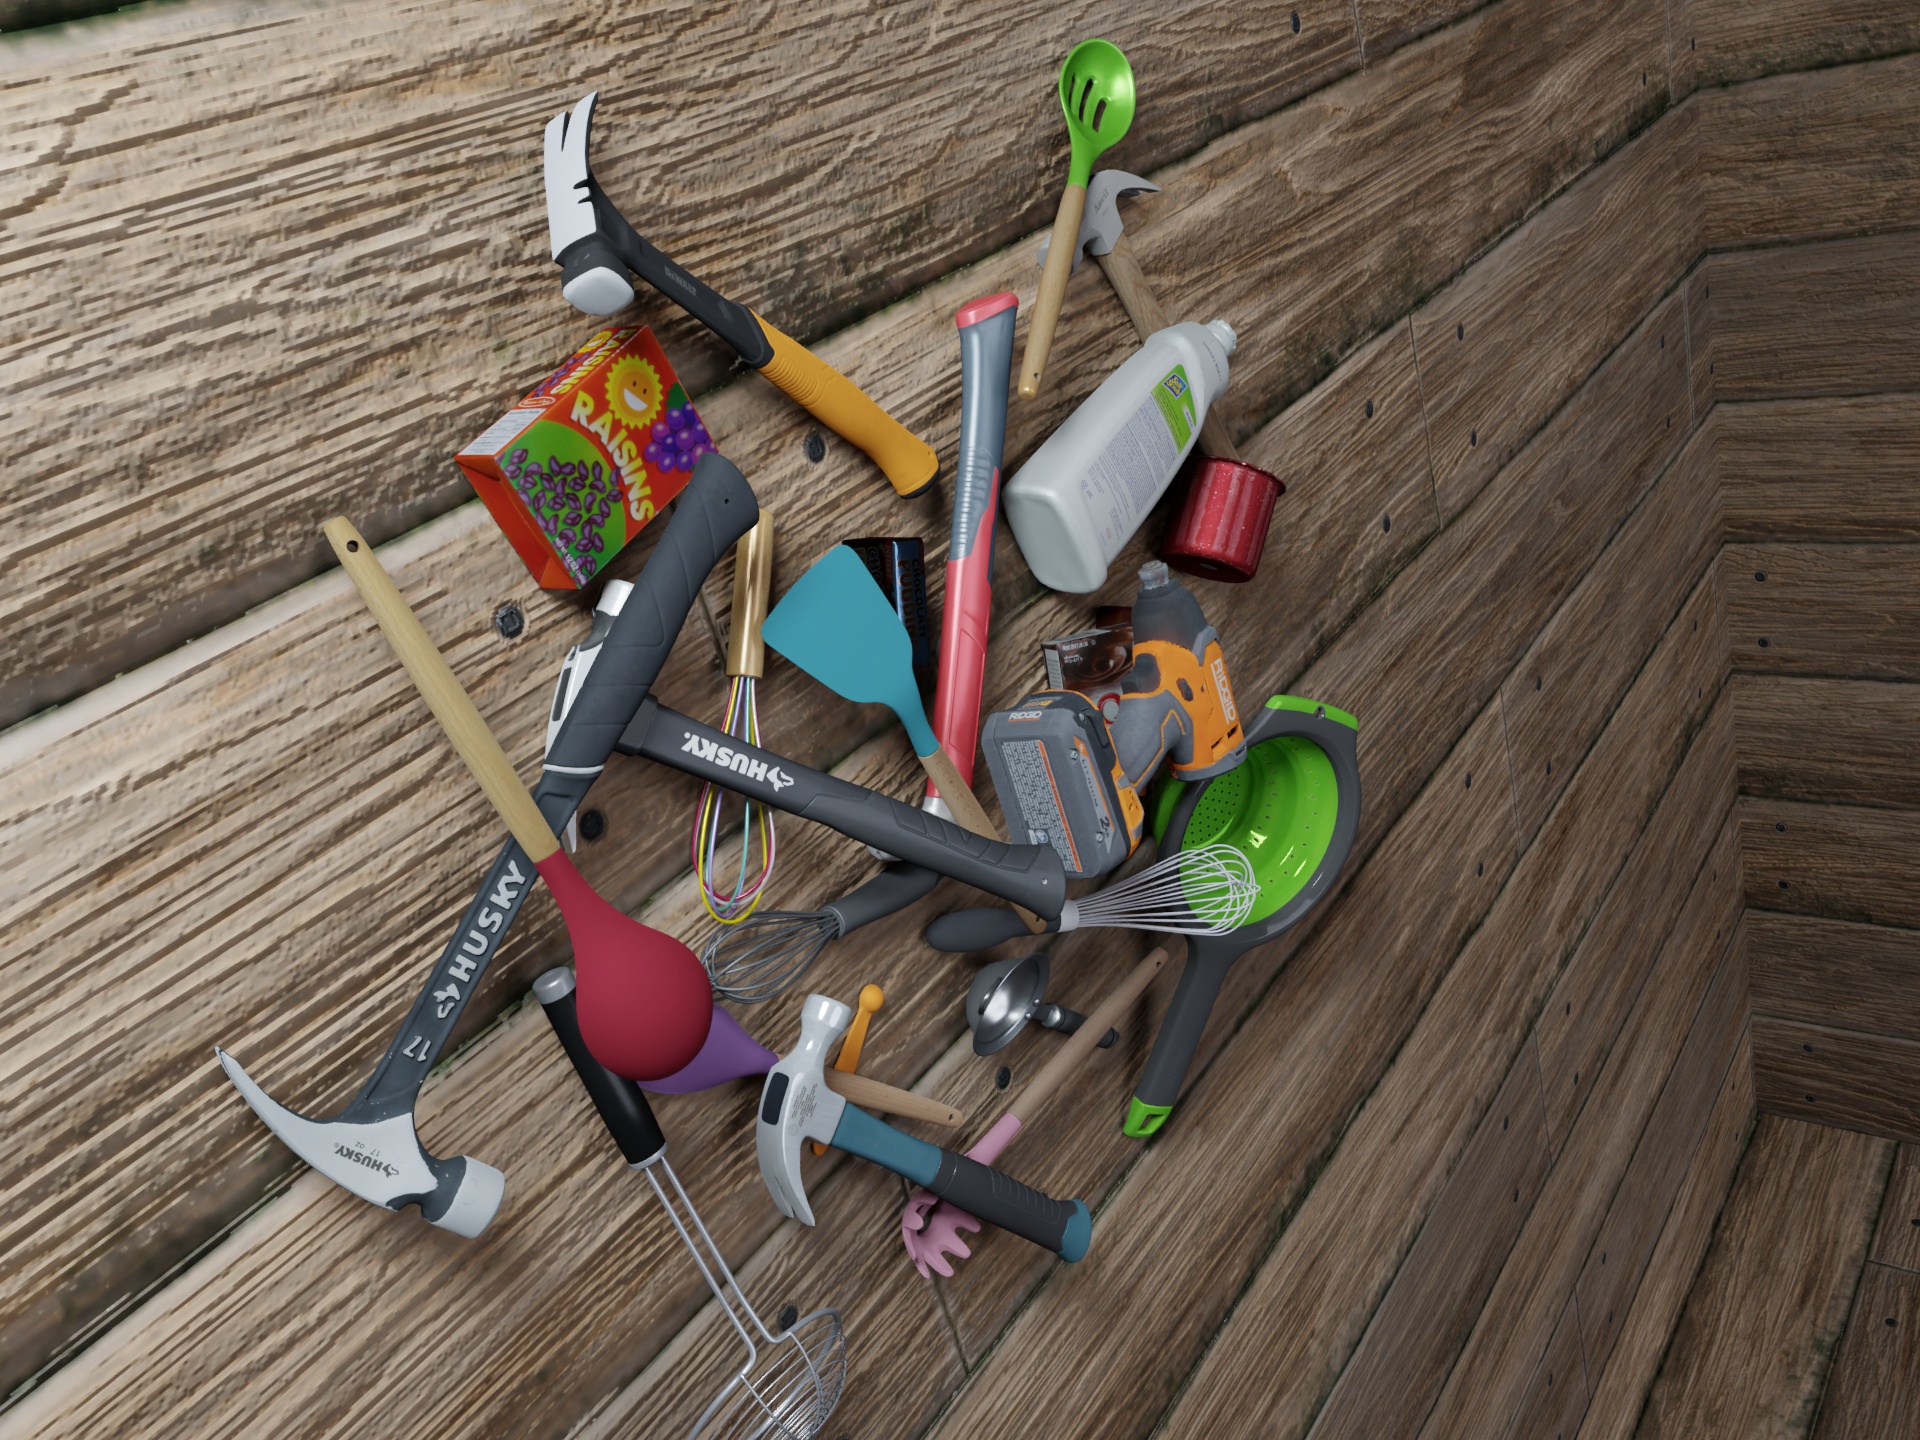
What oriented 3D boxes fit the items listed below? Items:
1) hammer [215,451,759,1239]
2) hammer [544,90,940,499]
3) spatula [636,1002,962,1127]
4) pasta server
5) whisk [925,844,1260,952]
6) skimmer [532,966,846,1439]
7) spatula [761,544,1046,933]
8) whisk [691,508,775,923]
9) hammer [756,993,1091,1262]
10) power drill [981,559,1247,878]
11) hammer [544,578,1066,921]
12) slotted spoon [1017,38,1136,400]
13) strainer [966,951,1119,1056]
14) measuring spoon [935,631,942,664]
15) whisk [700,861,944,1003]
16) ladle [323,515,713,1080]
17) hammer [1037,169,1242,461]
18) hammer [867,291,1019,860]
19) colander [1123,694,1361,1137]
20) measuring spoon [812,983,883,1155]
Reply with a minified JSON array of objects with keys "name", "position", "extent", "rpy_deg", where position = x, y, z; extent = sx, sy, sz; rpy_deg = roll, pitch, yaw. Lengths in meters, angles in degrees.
[{"name":"hammer","position":[-0.209,0.038,0.797],"extent":[0.149,0.036,0.409],"rpy_deg":[35,69,-27]},{"name":"hammer","position":[-0.111,-0.217,0.919],"extent":[0.336,0.034,0.127],"rpy_deg":[29,43,-55]},{"name":"spatula","position":[-0.102,0.225,1.003],"extent":[0.315,0.018,0.060],"rpy_deg":[29,74,-44]},{"name":"pasta server","position":[0.062,0.277,1.172],"extent":[0.316,0.040,0.060],"rpy_deg":[-42,122,-29]},{"name":"whisk","position":[0.103,0.140,1.170],"extent":[0.284,0.070,0.070],"rpy_deg":[-6,99,-27]},{"name":"skimmer","position":[-0.168,0.296,0.929],"extent":[0.127,0.090,0.363],"rpy_deg":[-35,110,-32]},{"name":"spatula","position":[-0.016,0.032,1.016],"extent":[0.082,0.044,0.317],"rpy_deg":[-51,131,-25]},{"name":"whisk","position":[-0.127,-0.003,0.938],"extent":[0.047,0.051,0.245],"rpy_deg":[6,83,-22]},{"name":"hammer","position":[-0.012,0.300,1.062],"extent":[0.330,0.033,0.128],"rpy_deg":[38,67,-40]},{"name":"power drill","position":[0.113,-0.005,1.103],"extent":[0.226,0.084,0.164],"rpy_deg":[-34,113,-45]},{"name":"hammer","position":[-0.077,0.052,0.913],"extent":[0.334,0.035,0.146],"rpy_deg":[24,75,-26]},{"name":"slotted spoon","position":[0.075,-0.355,1.122],"extent":[0.070,0.031,0.314],"rpy_deg":[28,62,-30]},{"name":"strainer","position":[0.063,0.222,1.201],"extent":[0.087,0.050,0.258],"rpy_deg":[-58,144,-1]},{"name":"measuring spoon","position":[-0.002,-0.004,1.109],"extent":[0.034,0.018,0.124],"rpy_deg":[1,91,-51]},{"name":"whisk","position":[-0.081,0.125,1.008],"extent":[0.239,0.055,0.055],"rpy_deg":[-21,110,-53]},{"name":"ladle","position":[-0.211,0.042,0.761],"extent":[0.069,0.031,0.315],"rpy_deg":[-36,103,-25]},{"name":"hammer","position":[0.166,-0.297,1.277],"extent":[0.331,0.031,0.130],"rpy_deg":[51,56,-41]},{"name":"hammer","position":[0.018,-0.095,1.084],"extent":[0.143,0.038,0.386],"rpy_deg":[7,87,-40]},{"name":"colander","position":[0.198,0.155,1.332],"extent":[0.204,0.095,0.397],"rpy_deg":[13,102,-36]},{"name":"measuring spoon","position":[-0.073,0.231,1.053],"extent":[0.021,0.011,0.117],"rpy_deg":[37,65,-46]}]
